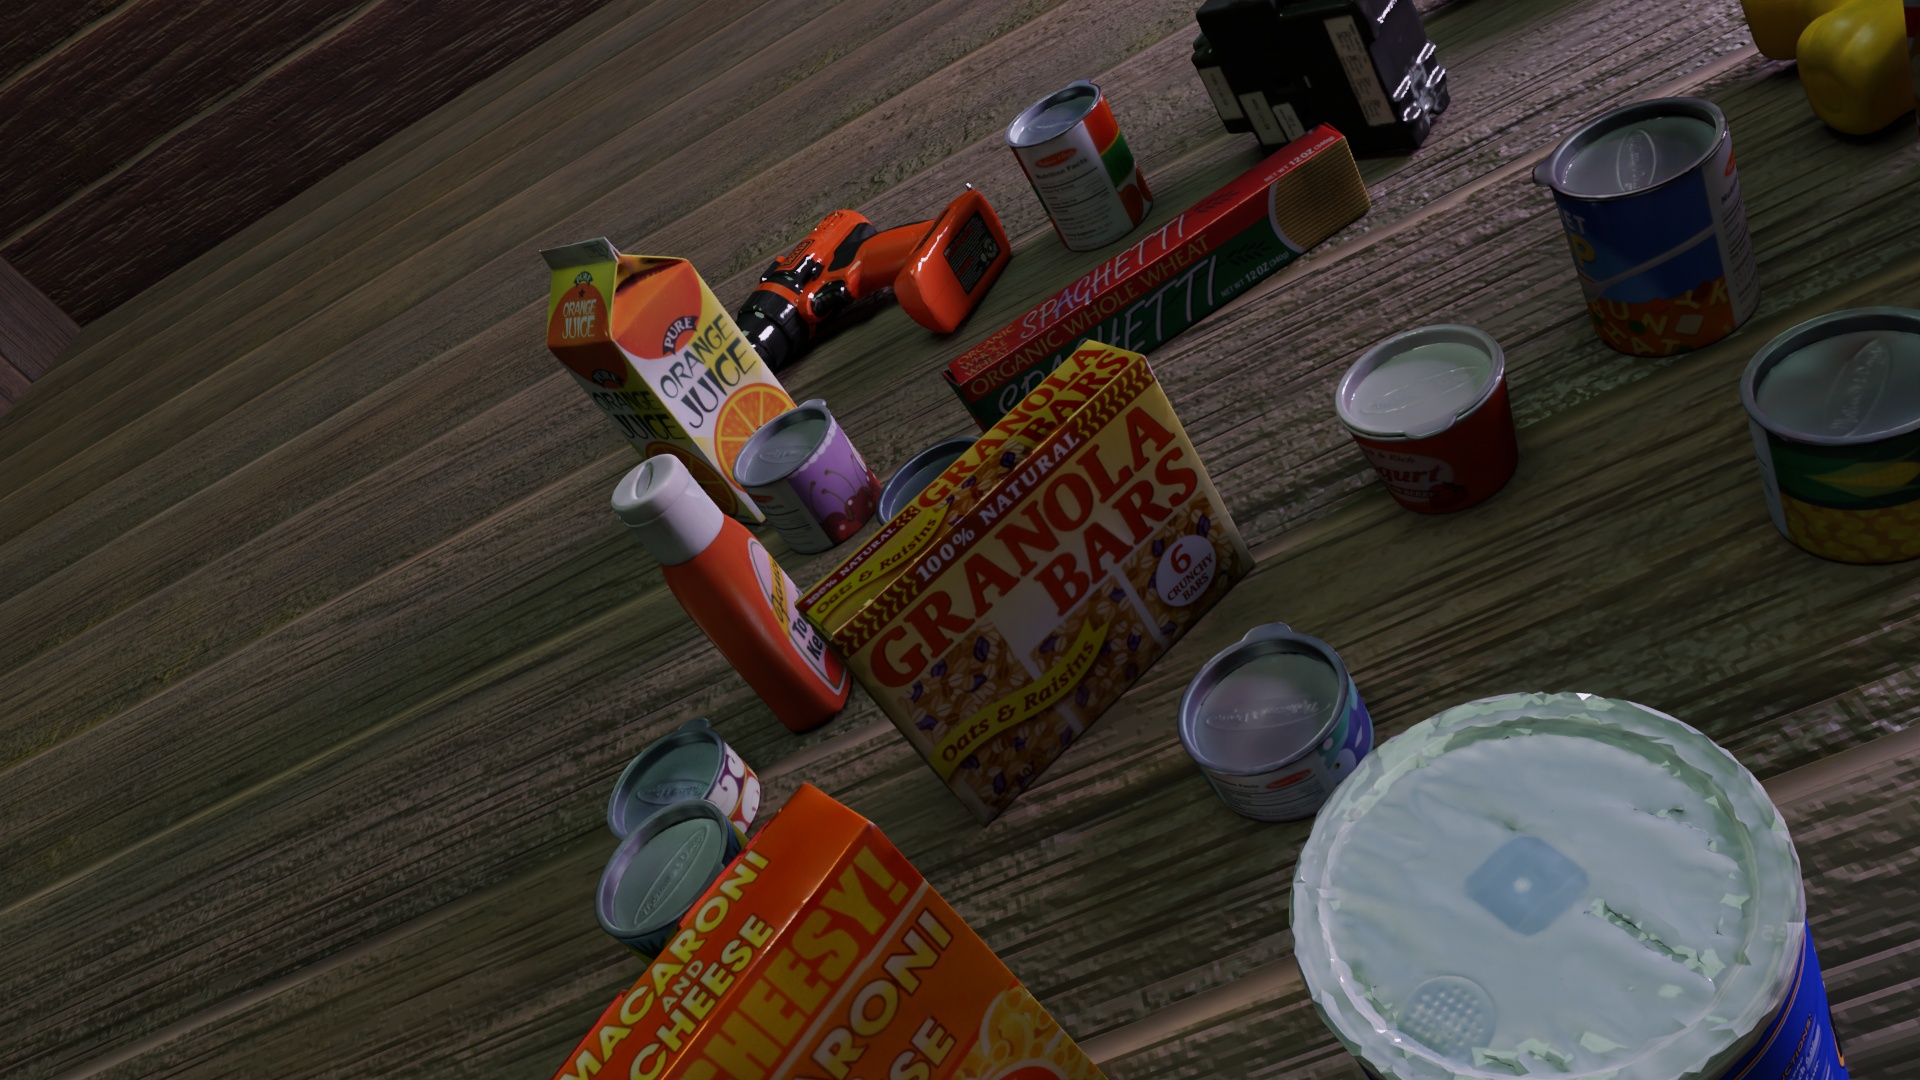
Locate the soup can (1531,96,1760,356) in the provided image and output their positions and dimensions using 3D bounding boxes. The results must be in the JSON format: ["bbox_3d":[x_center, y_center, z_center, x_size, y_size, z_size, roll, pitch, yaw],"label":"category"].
[{"bbox_3d":[0.283,-0.127,0.572,0.071,0.083,0.072,-23,36,18],"label":"soup can"}]

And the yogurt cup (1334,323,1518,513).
[{"bbox_3d":[0.196,-0.048,0.576,0.072,0.053,0.073,-23,36,18],"label":"yogurt cup"}]

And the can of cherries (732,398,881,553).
[{"bbox_3d":[-0.086,-0.037,0.798,0.071,0.058,0.072,-23,36,18],"label":"can of cherries"}]

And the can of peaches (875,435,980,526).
[{"bbox_3d":[0.002,-0.009,0.689,0.071,0.058,0.071,-23,36,18],"label":"can of peaches"}]

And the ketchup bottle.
[{"bbox_3d":[-0.107,0.024,0.661,0.043,0.148,0.065,-27,35,12],"label":"ketchup bottle"}]

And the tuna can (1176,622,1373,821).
[{"bbox_3d":[0.118,0.067,0.519,0.071,0.032,0.071,-23,36,17],"label":"tuna can"}]

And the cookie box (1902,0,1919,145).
[{"bbox_3d":[0.405,-0.204,0.487,0.040,0.167,0.123,-45,35,-14],"label":"cookie box"}]

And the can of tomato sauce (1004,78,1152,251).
[{"bbox_3d":[0.077,-0.238,0.885,0.071,0.083,0.071,-23,36,18],"label":"can of tomato sauce"}]

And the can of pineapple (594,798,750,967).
[{"bbox_3d":[-0.109,0.153,0.585,0.071,0.057,0.071,-23,36,18],"label":"can of pineapple"}]

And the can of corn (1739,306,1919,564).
[{"bbox_3d":[0.305,-0.034,0.463,0.071,0.058,0.071,-23,36,18],"label":"can of corn"}]

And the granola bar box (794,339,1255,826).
[{"bbox_3d":[0.031,0.017,0.573,0.166,0.123,0.039,-42,34,-11],"label":"granola bar box"}]

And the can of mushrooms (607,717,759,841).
[{"bbox_3d":[-0.130,0.122,0.663,0.071,0.033,0.071,-23,36,17],"label":"can of mushrooms"}]

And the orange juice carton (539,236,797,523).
[{"bbox_3d":[-0.173,-0.101,0.832,0.072,0.192,0.073,5,50,44],"label":"orange juice carton"}]

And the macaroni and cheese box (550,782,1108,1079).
[{"bbox_3d":[-0.032,0.169,0.402,0.040,0.166,0.124,15,57,49],"label":"macaroni and cheese box"}]

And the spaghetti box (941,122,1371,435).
[{"bbox_3d":[0.108,-0.139,0.766,0.250,0.050,0.029,-33,34,3],"label":"spaghetti box"}]
